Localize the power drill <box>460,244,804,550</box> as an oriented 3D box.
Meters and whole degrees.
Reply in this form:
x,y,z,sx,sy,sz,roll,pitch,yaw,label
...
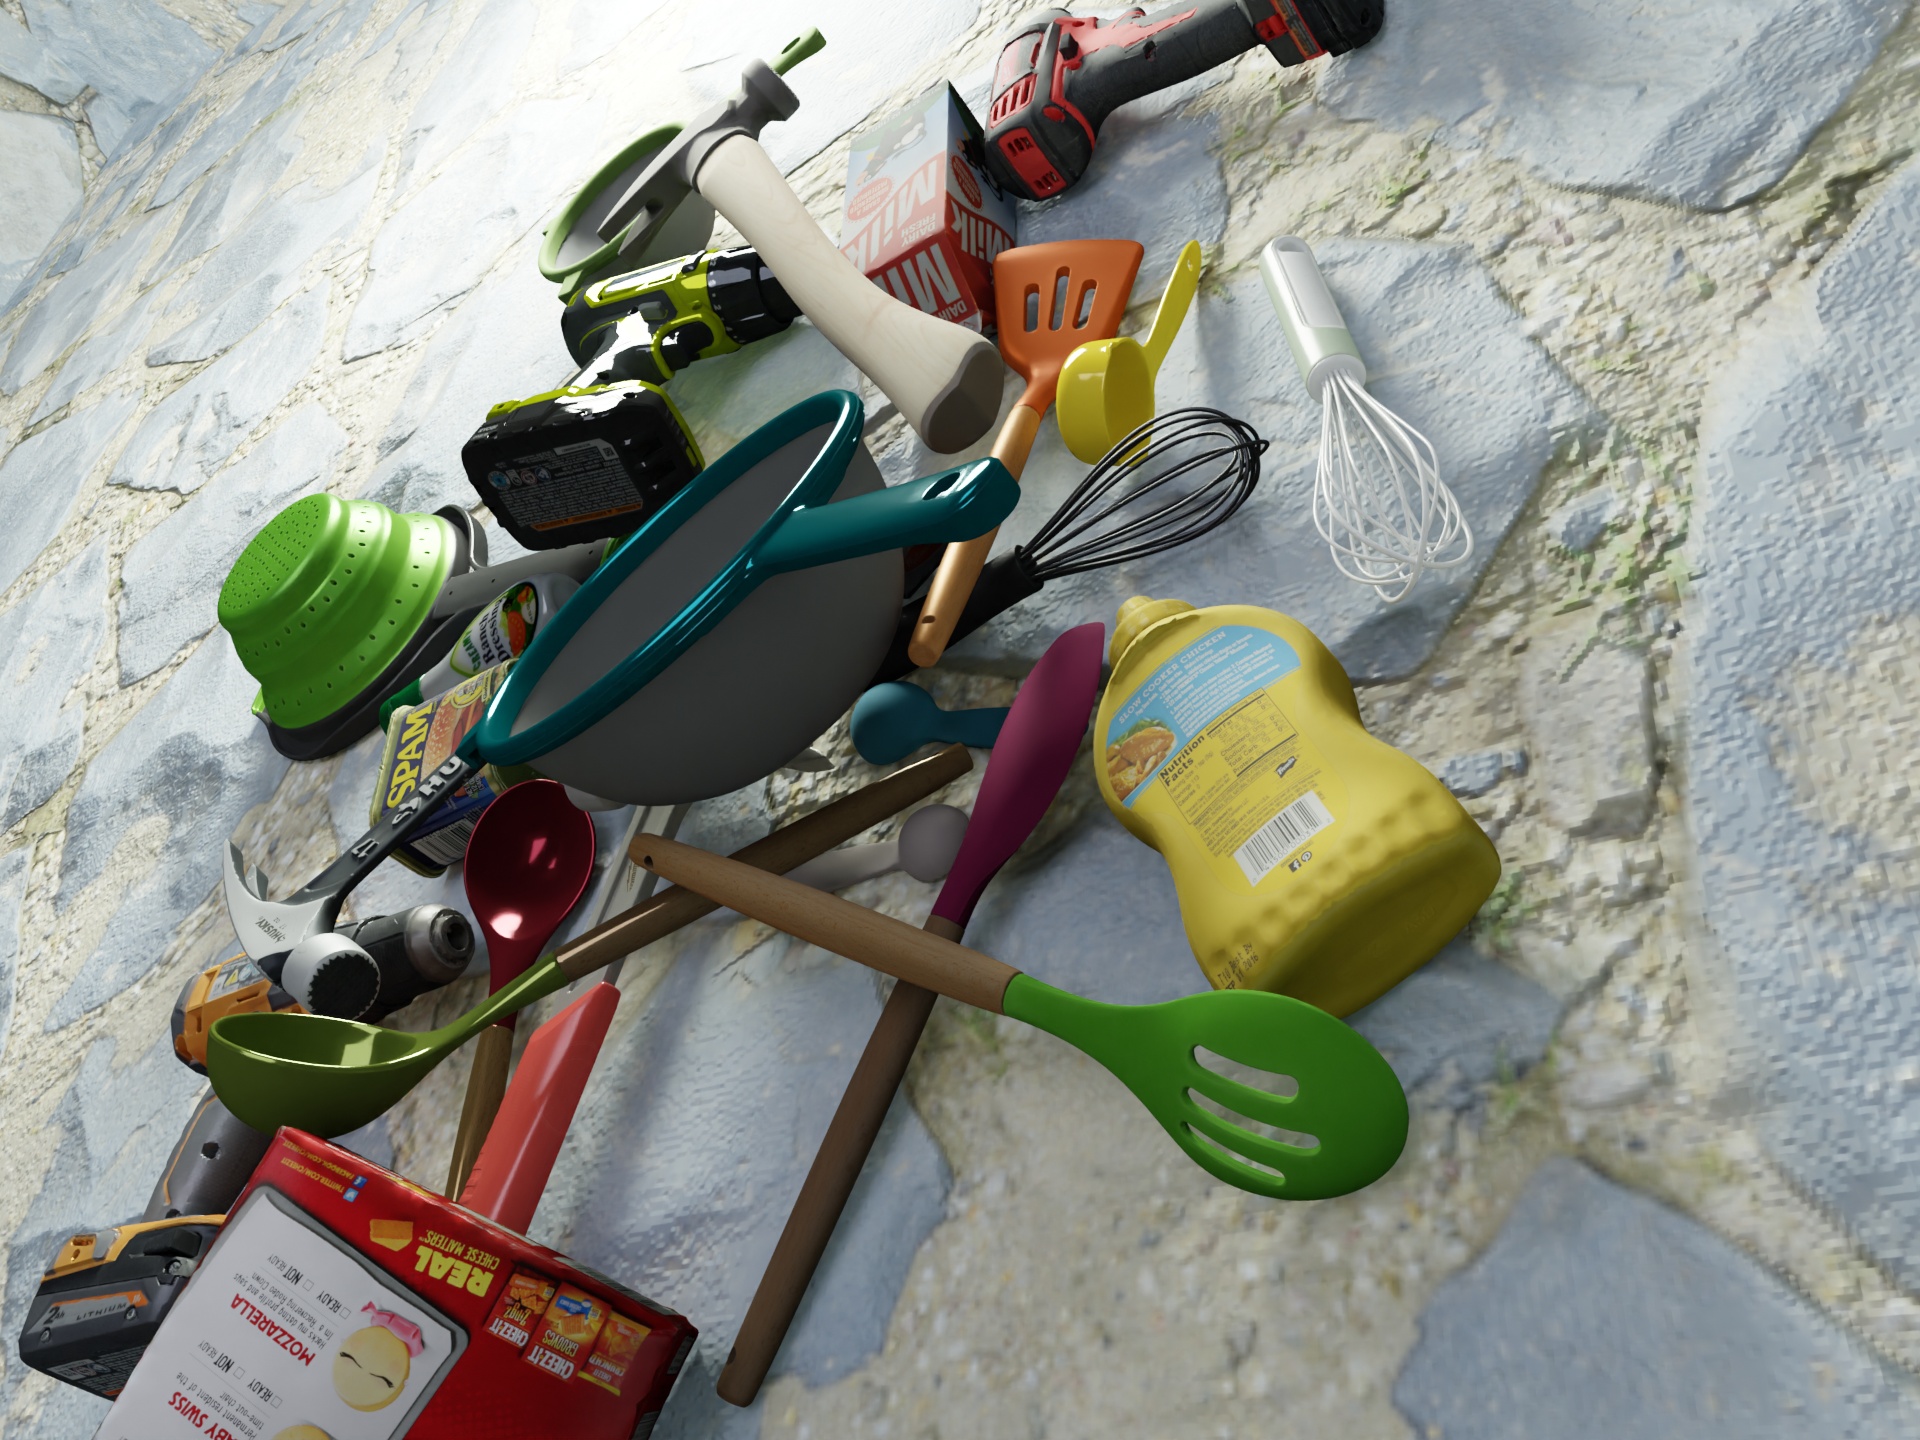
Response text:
x,y,z,sx,sy,sz,roll,pitch,yaw,label
-0.179,-0.208,0.950,0.190,0.080,0.229,-7,40,25,power drill

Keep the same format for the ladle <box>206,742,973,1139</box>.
x,y,z,sx,sy,sz,roll,pitch,yaw,label
-0.142,0.076,0.640,0.320,0.062,0.078,-27,8,-11,ladle

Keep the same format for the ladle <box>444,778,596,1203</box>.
x,y,z,sx,sy,sz,roll,pitch,yaw,label
-0.214,0.165,0.723,0.069,0.031,0.316,-6,53,8,ladle

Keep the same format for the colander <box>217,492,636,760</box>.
x,y,z,sx,sy,sz,roll,pitch,yaw,label
-0.354,-0.094,1.008,0.397,0.094,0.205,-10,52,35,colander

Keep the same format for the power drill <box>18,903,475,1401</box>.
x,y,z,sx,sy,sz,roll,pitch,yaw,label
-0.328,0.193,0.762,0.185,0.084,0.226,-21,41,24,power drill

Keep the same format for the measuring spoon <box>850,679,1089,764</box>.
x,y,z,sx,sy,sz,roll,pitch,yaw,label
-0.001,-0.002,0.686,0.129,0.021,0.042,1,58,40,measuring spoon

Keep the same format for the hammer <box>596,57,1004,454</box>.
x,y,z,sx,sy,sz,roll,pitch,yaw,label
-0.088,-0.234,0.832,0.146,0.038,0.411,-43,42,8,hammer

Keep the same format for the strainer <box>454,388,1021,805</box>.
x,y,z,sx,sy,sz,roll,pitch,yaw,label
-0.060,-0.036,0.612,0.211,0.095,0.340,-53,24,-23,strainer

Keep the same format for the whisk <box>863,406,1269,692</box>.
x,y,z,sx,sy,sz,roll,pitch,yaw,label
0.028,-0.066,0.698,0.239,0.055,0.055,-29,42,25,whisk

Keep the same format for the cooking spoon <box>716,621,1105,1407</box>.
x,y,z,sx,sy,sz,roll,pitch,yaw,label
-0.016,0.099,0.599,0.069,0.017,0.319,-10,52,64,cooking spoon

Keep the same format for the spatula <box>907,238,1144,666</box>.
x,y,z,sx,sy,sz,roll,pitch,yaw,label
0.022,-0.133,0.722,0.081,0.041,0.323,1,39,17,spatula

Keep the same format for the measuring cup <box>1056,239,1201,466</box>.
x,y,z,sx,sy,sz,roll,pitch,yaw,label
0.081,-0.178,0.744,0.029,0.062,0.157,2,47,28,measuring cup

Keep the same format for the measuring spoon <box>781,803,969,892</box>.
x,y,z,sx,sy,sz,roll,pitch,yaw,label
-0.050,0.059,0.679,0.124,0.018,0.034,-17,48,31,measuring spoon

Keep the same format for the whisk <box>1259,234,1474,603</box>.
x,y,z,sx,sy,sz,roll,pitch,yaw,label
0.155,-0.135,0.648,0.058,0.059,0.247,1,43,-5,whisk

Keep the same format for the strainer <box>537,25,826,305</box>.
x,y,z,sx,sy,sz,roll,pitch,yaw,label
-0.183,-0.381,1.124,0.256,0.069,0.152,-38,38,8,strainer

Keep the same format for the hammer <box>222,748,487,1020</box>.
x,y,z,sx,sy,sz,roll,pitch,yaw,label
-0.198,-0.029,0.804,0.149,0.036,0.409,20,58,43,hammer

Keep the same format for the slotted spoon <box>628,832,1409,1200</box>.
x,y,z,sx,sy,sz,roll,pitch,yaw,label
-0.003,0.087,0.541,0.314,0.070,0.031,16,25,34,slotted spoon

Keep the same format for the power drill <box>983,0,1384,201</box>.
x,y,z,sx,sy,sz,roll,pitch,yaw,label
0.113,-0.384,0.872,0.219,0.078,0.143,-18,46,33,power drill

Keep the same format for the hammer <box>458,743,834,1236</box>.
x,y,z,sx,sy,sz,roll,pitch,yaw,label
-0.168,0.157,0.666,0.149,0.036,0.359,-6,53,34,hammer
